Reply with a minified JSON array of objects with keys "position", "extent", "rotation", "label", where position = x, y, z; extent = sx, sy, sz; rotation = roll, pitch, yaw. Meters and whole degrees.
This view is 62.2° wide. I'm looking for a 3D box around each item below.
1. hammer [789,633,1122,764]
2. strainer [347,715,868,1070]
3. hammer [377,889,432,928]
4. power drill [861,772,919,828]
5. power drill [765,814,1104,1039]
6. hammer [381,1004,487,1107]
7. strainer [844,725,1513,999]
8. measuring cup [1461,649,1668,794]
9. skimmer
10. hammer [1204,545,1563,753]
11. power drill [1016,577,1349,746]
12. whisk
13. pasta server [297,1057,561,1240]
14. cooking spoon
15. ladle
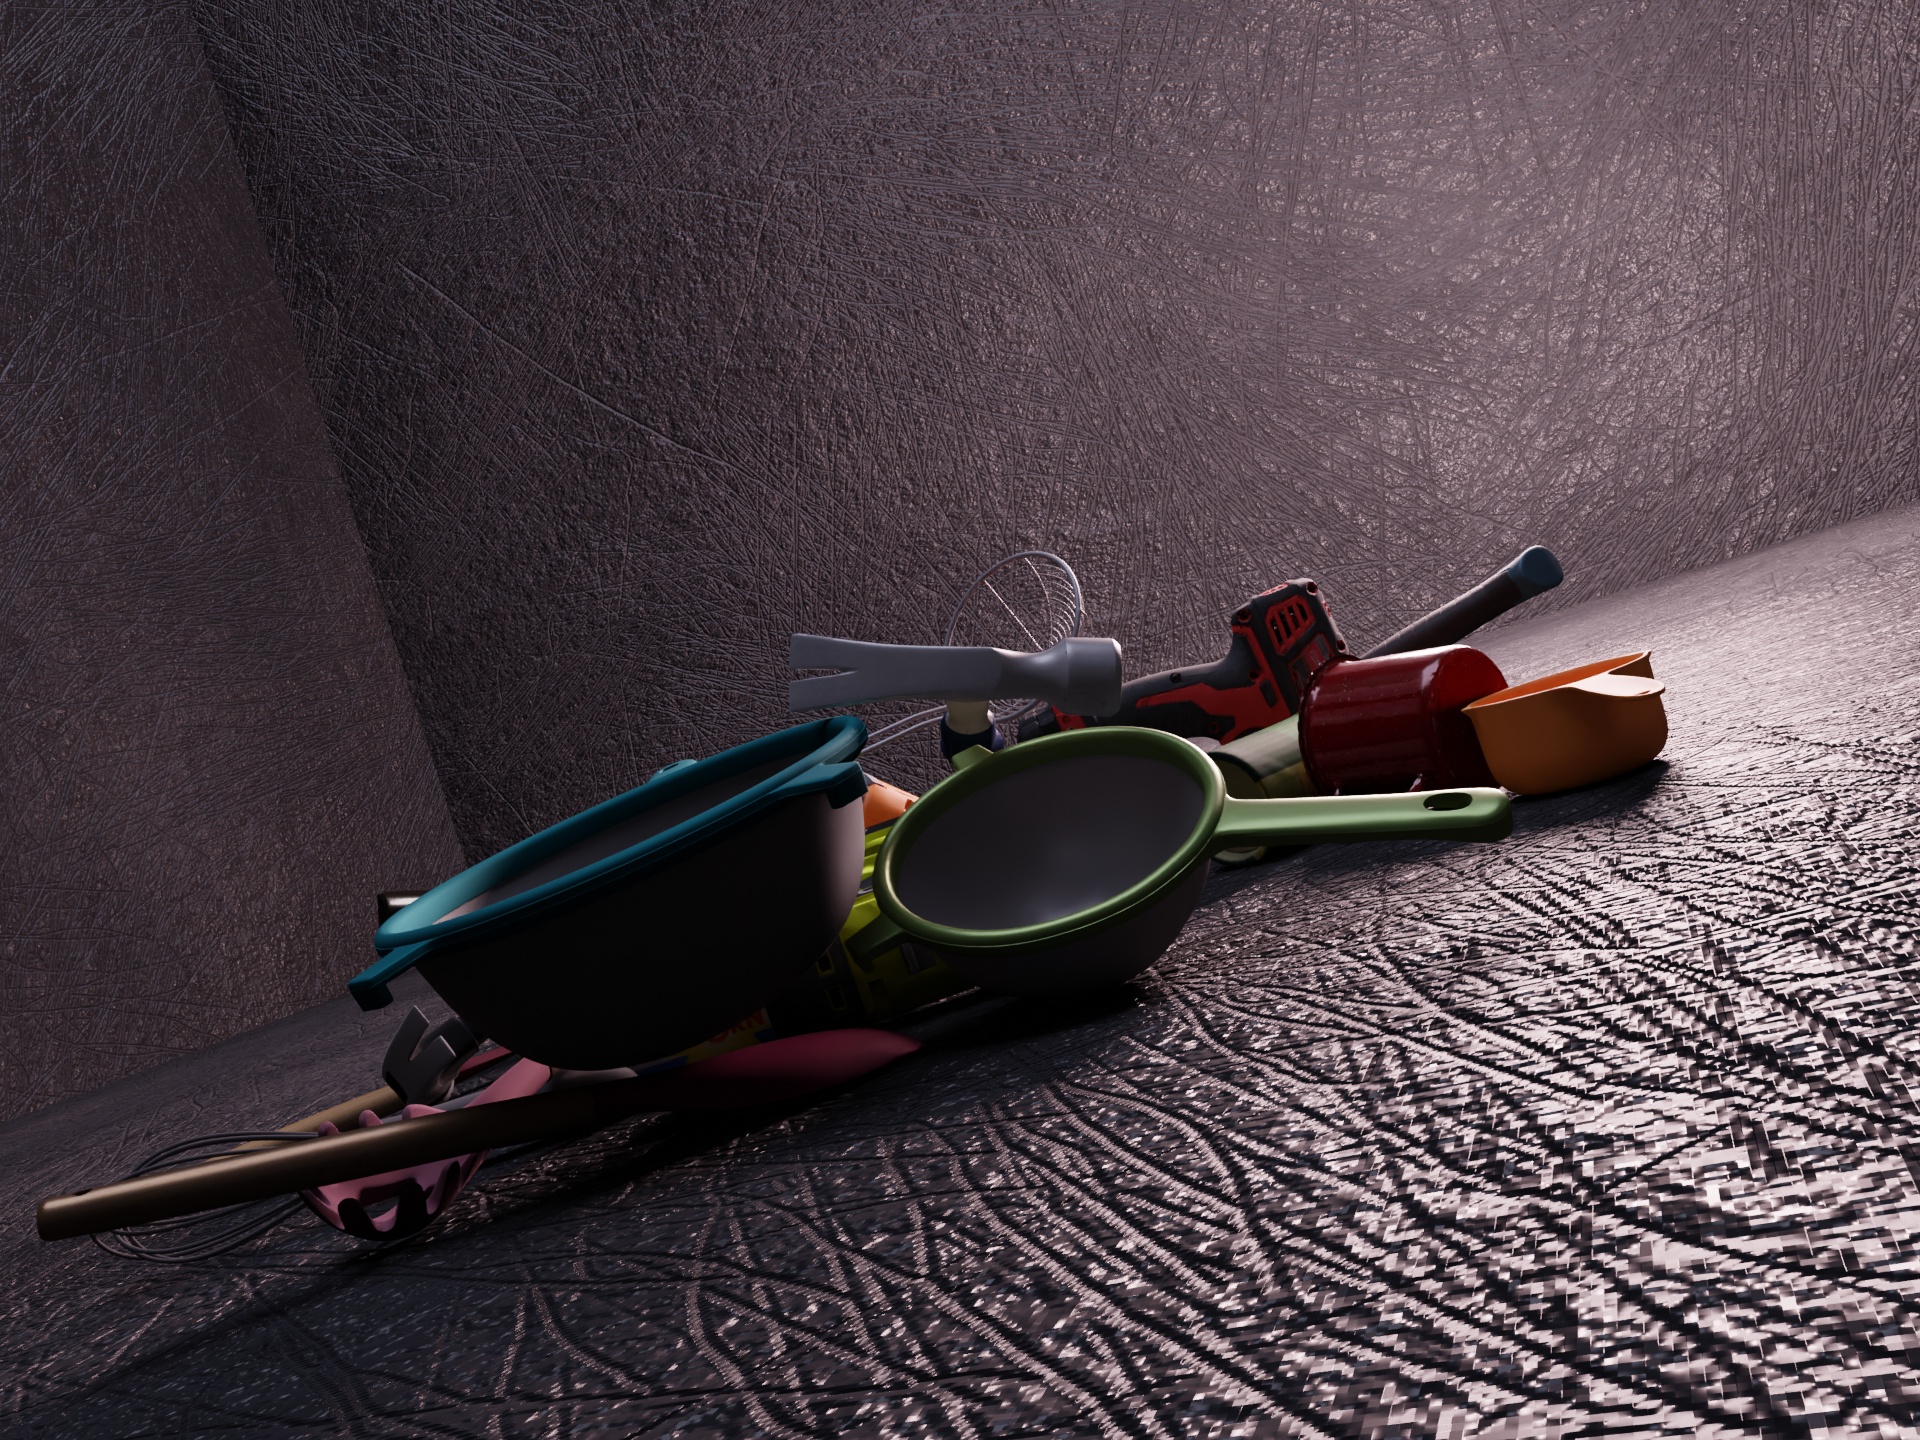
[{"position":[-0.001,-0.003,0.865],"extent":[0.144,0.035,0.405],"rotation":[2,-5,1],"label":"hammer"},{"position":[-0.126,0.076,0.713],"extent":[0.211,0.095,0.340],"rotation":[-24,6,-4],"label":"strainer"},{"position":[-0.190,0.122,1.068],"extent":[0.410,0.038,0.146],"rotation":[-3,1,9],"label":"hammer"},{"position":[-0.084,0.083,1.231],"extent":[0.164,0.084,0.226],"rotation":[24,-12,-11],"label":"power drill"},{"position":[-0.004,0.092,0.819],"extent":[0.190,0.080,0.228],"rotation":[-19,3,-2],"label":"power drill"},{"position":[-0.196,0.108,0.947],"extent":[0.335,0.035,0.146],"rotation":[-39,-6,-23],"label":"hammer"},{"position":[0.091,0.064,0.643],"extent":[0.256,0.069,0.151],"rotation":[-5,30,24],"label":"strainer"},{"position":[0.298,0.006,0.741],"extent":[0.095,0.052,0.173],"rotation":[-18,1,4],"label":"measuring cup"},{"position":[-0.077,-0.002,1.090],"extent":[0.363,0.090,0.127],"rotation":[-26,44,-15],"label":"skimmer"},{"position":[0.263,-0.020,1.104],"extent":[0.331,0.033,0.128],"rotation":[-35,-10,31],"label":"hammer"},{"position":[0.158,0.013,1.042],"extent":[0.219,0.143,0.078],"rotation":[-25,-1,6],"label":"power drill"},{"position":[-0.260,0.193,0.705],"extent":[0.239,0.055,0.055],"rotation":[-13,-1,-9],"label":"whisk"},{"position":[-0.175,0.136,0.717],"extent":[0.060,0.040,0.316],"rotation":[10,23,18],"label":"pasta server"},{"position":[-0.164,0.149,0.596],"extent":[0.318,0.017,0.069],"rotation":[-8,3,-24],"label":"cooking spoon"},{"position":[-0.338,0.228,0.972],"extent":[0.315,0.031,0.069],"rotation":[-20,1,-26],"label":"ladle"}]
